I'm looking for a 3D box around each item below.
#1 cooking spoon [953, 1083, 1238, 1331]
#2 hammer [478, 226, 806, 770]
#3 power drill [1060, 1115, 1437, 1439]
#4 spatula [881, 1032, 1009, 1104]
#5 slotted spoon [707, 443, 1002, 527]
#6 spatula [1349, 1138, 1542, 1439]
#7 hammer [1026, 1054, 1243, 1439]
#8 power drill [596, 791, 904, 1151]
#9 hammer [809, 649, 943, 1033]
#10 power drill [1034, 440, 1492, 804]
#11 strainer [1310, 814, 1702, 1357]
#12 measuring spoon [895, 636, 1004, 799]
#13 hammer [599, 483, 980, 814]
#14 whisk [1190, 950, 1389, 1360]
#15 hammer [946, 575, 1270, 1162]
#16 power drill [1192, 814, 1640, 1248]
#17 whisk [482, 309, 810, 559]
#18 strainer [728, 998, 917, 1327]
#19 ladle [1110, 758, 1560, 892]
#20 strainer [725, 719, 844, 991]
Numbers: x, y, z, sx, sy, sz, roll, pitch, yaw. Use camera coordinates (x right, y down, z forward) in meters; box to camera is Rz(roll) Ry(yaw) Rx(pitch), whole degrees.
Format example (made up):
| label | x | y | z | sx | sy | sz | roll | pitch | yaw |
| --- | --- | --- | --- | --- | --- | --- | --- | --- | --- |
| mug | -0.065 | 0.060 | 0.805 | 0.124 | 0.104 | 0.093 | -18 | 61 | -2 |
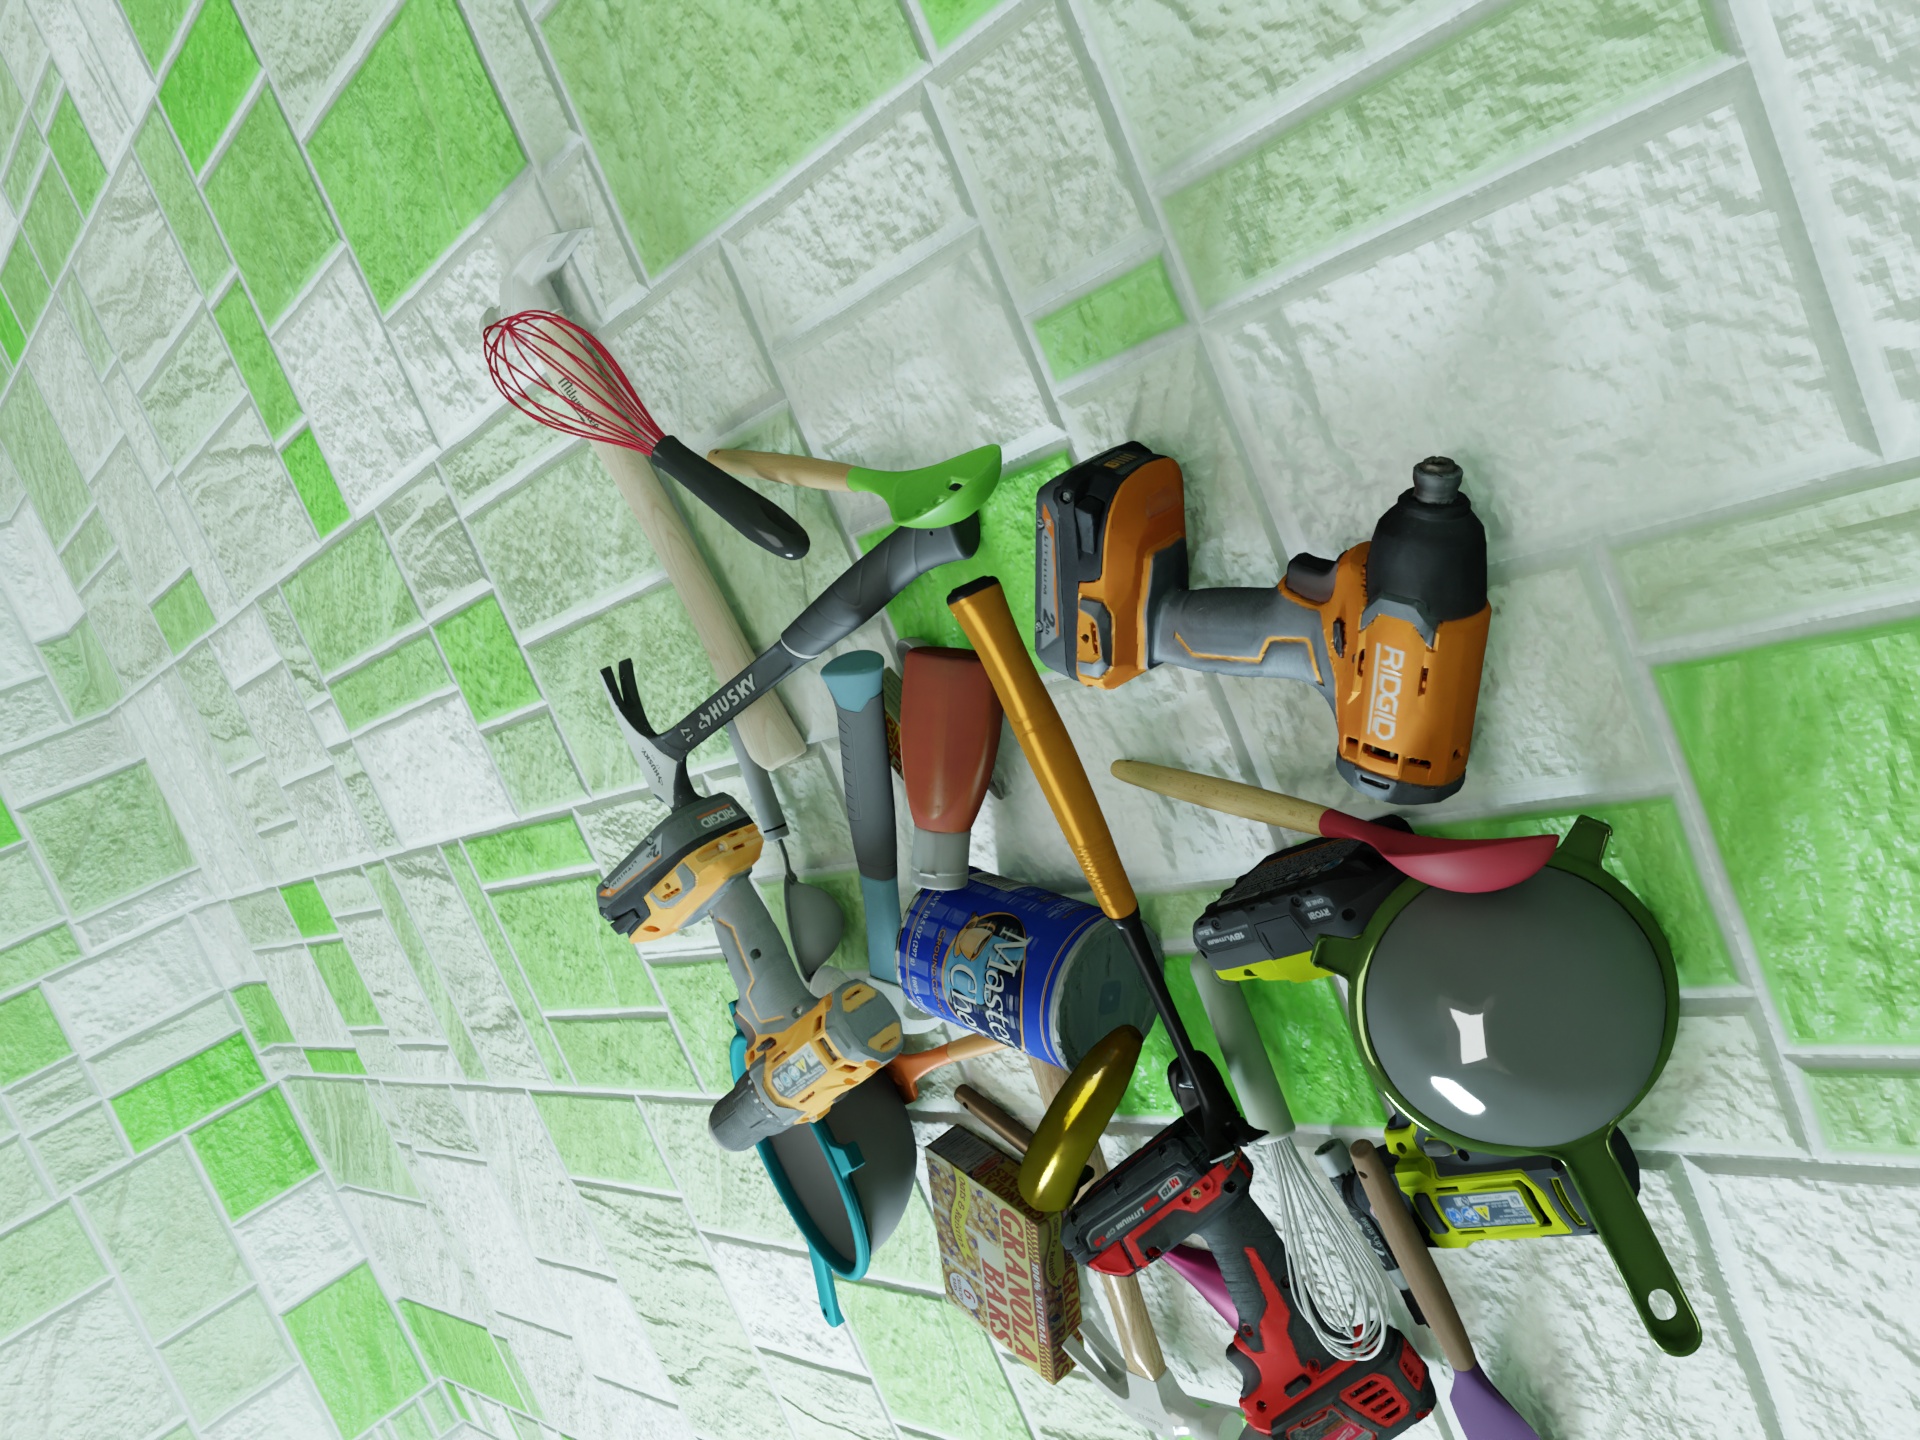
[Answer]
| label | x | y | z | sx | sy | sz | roll | pitch | yaw |
| --- | --- | --- | --- | --- | --- | --- | --- | --- | --- |
| cooking spoon | 0.115 | 0.348 | 1.112 | 0.319 | 0.017 | 0.068 | 31 | 134 | 31 |
| hammer | -0.218 | -0.153 | 1.159 | 0.146 | 0.038 | 0.410 | -28 | 91 | 50 |
| power drill | 0.169 | 0.366 | 0.981 | 0.143 | 0.078 | 0.220 | -43 | 79 | 16 |
| spatula | 0.016 | 0.229 | 1.148 | 0.322 | 0.041 | 0.081 | -29 | 92 | 47 |
| slotted spoon | -0.077 | -0.153 | 0.985 | 0.314 | 0.070 | 0.031 | 18 | 147 | 51 |
| spatula | 0.272 | 0.338 | 0.876 | 0.060 | 0.018 | 0.315 | 3 | 131 | 46 |
| hammer | 0.098 | 0.352 | 1.094 | 0.130 | 0.031 | 0.331 | -1 | 113 | 47 |
| power drill | -0.163 | 0.189 | 1.134 | 0.185 | 0.084 | 0.226 | -42 | 80 | 32 |
| hammer | -0.059 | 0.092 | 1.088 | 0.128 | 0.033 | 0.330 | 14 | 130 | 23 |
| power drill | 0.147 | -0.067 | 0.777 | 0.227 | 0.084 | 0.164 | 21 | 127 | 33 |
| strainer | 0.279 | 0.183 | 0.725 | 0.151 | 0.069 | 0.256 | -26 | 89 | 11 |
| measuring spoon | -0.002 | -0.003 | 1.033 | 0.124 | 0.018 | 0.034 | 58 | 158 | -7 |
| hammer | -0.121 | -0.048 | 1.080 | 0.409 | 0.036 | 0.149 | -34 | 87 | 44 |
| whisk | 0.186 | 0.249 | 0.924 | 0.059 | 0.057 | 0.246 | -35 | 71 | 51 |
| hammer | 0.076 | 0.077 | 0.869 | 0.127 | 0.034 | 0.337 | -135 | 20 | -87 |
| power drill | 0.227 | 0.174 | 0.840 | 0.171 | 0.080 | 0.223 | -29 | 93 | 51 |
| whisk | -0.212 | -0.190 | 1.062 | 0.296 | 0.073 | 0.073 | 36 | 136 | 18 |
| strainer | -0.091 | 0.375 | 1.298 | 0.211 | 0.095 | 0.340 | 41 | 146 | 43 |
| ladle | 0.169 | 0.047 | 0.810 | 0.315 | 0.069 | 0.031 | 13 | 105 | 60 |
| strainer | -0.136 | 0.093 | 1.215 | 0.087 | 0.050 | 0.258 | -61 | -49 | -84 |
